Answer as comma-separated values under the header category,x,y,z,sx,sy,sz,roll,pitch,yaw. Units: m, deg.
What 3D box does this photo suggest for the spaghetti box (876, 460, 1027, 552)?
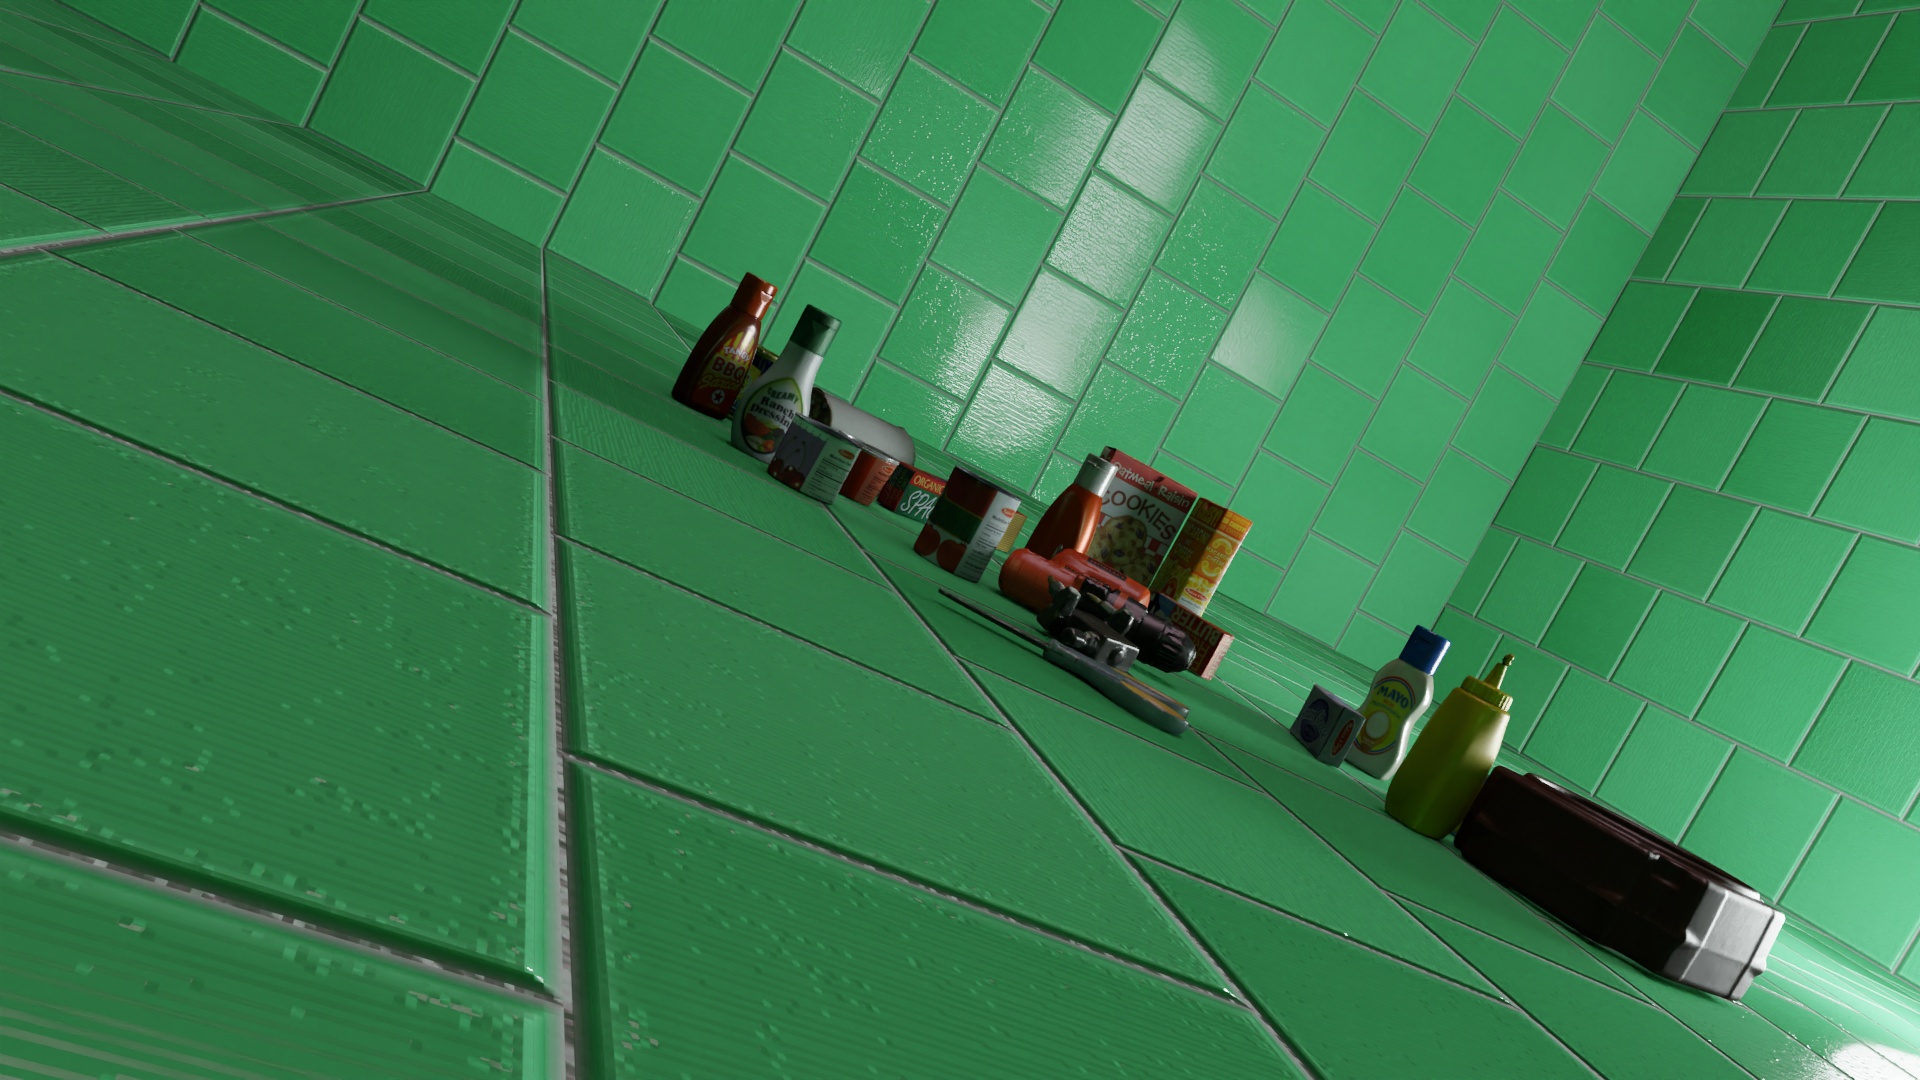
category,x,y,z,sx,sy,sz,roll,pitch,yaw
spaghetti box,-0.005,-0.034,1.521,0.029,0.050,0.250,31,6,32

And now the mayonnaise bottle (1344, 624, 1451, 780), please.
category,x,y,z,sx,sy,sz,roll,pitch,yaw
mayonnaise bottle,0.418,0.153,1.332,0.065,0.148,0.041,31,5,31

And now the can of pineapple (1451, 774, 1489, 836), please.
category,x,y,z,sx,sy,sz,roll,pitch,yaw
can of pineapple,0.454,0.235,1.218,0.071,0.058,0.071,28,5,-2

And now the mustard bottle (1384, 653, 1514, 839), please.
category,x,y,z,sx,sy,sz,roll,pitch,yaw
mustard bottle,0.402,0.160,1.116,0.065,0.160,0.049,24,6,-37

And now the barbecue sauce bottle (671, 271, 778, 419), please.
category,x,y,z,sx,sy,sz,roll,pitch,yaw
barbecue sauce bottle,-0.236,-0.200,1.415,0.044,0.148,0.065,32,6,39

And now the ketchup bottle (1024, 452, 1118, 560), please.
category,x,y,z,sx,sy,sz,roll,pitch,yaw
ketchup bottle,0.121,-0.022,1.511,0.065,0.148,0.043,31,6,36

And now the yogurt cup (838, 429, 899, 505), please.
category,x,y,z,sx,sy,sz,roll,pitch,yaw
yogurt cup,-0.101,-0.069,1.357,0.072,0.054,0.072,28,5,-2

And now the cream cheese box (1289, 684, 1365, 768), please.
category,x,y,z,sx,sy,sz,roll,pitch,yaw
cream cheese box,0.335,0.169,1.273,0.024,0.053,0.104,28,5,-3

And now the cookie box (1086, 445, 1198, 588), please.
category,x,y,z,sx,sy,sz,roll,pitch,yaw
cookie box,0.188,-0.011,1.640,0.123,0.167,0.040,26,5,-21

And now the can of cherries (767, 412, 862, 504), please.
category,x,y,z,sx,sy,sz,roll,pitch,yaw
can of cherries,-0.130,-0.073,1.220,0.071,0.058,0.071,28,5,-2

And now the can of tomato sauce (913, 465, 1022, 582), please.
category,x,y,z,sx,sy,sz,roll,pitch,yaw
can of tomato sauce,0.004,-0.015,1.211,0.071,0.083,0.071,28,5,-2

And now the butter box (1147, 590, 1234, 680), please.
category,x,y,z,sx,sy,sz,roll,pitch,yaw
butter box,0.227,0.097,1.424,0.024,0.053,0.104,23,7,-46

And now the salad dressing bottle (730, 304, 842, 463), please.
category,x,y,z,sx,sy,sz,roll,pitch,yaw
salad dressing bottle,-0.158,-0.144,1.276,0.064,0.147,0.044,27,5,-13

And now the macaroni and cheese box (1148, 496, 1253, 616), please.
category,x,y,z,sx,sy,sz,roll,pitch,yaw
macaroni and cheese box,0.276,0.034,1.657,0.040,0.166,0.124,27,5,-9
